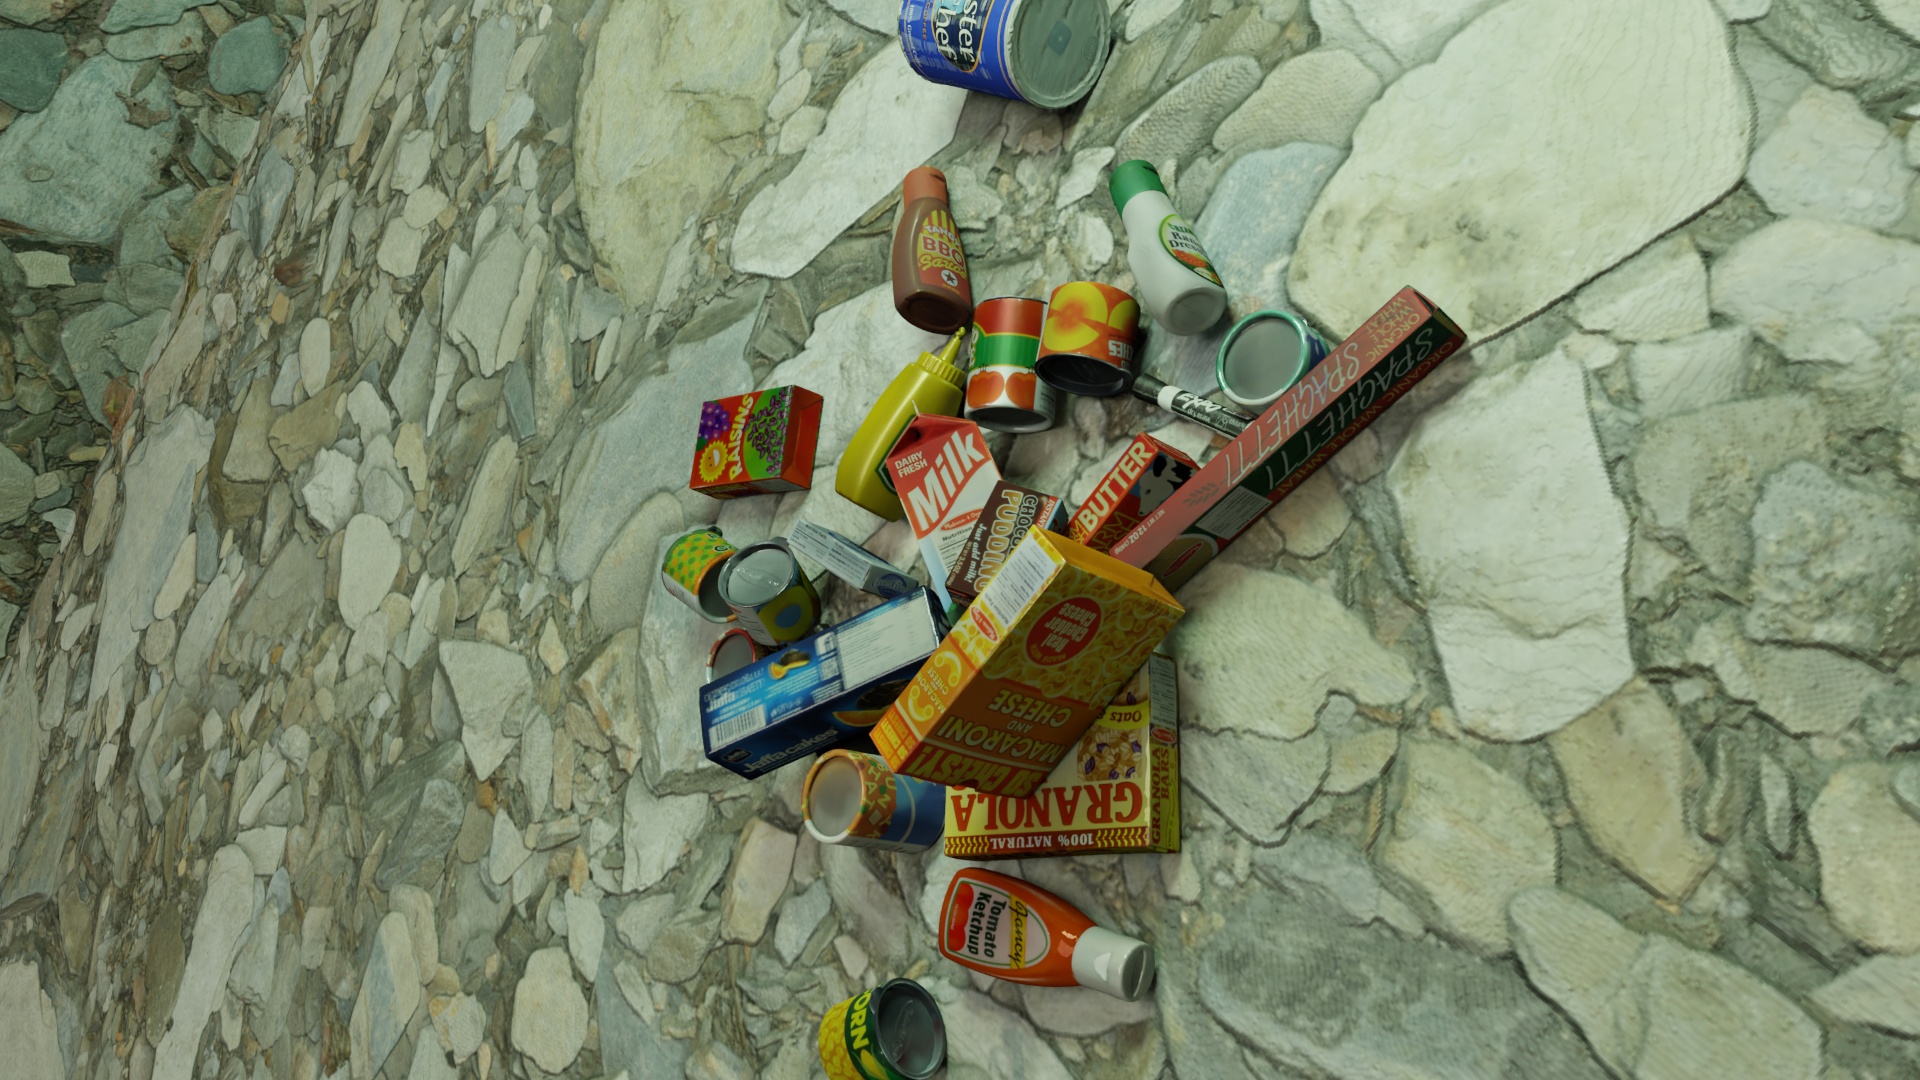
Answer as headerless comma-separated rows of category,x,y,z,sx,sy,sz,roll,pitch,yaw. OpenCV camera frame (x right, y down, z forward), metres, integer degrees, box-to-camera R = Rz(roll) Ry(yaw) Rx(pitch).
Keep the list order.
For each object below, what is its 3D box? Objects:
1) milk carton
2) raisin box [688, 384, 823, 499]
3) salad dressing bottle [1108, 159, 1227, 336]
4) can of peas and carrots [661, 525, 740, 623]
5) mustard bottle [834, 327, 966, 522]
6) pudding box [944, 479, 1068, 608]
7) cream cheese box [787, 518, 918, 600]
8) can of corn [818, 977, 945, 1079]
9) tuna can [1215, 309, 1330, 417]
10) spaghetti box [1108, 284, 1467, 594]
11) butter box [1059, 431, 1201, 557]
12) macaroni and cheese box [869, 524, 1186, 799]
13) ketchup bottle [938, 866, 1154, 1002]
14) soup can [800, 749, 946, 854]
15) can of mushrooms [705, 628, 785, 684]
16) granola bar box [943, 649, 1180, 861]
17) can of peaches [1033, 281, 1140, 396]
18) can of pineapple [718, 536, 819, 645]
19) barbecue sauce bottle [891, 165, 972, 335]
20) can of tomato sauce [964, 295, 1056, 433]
milk carton,0.004,-0.012,0.983,0.073,0.072,0.191,-23,57,0
raisin box,-0.180,-0.085,1.217,0.123,0.040,0.086,-5,74,41
salad dressing bottle,0.138,-0.204,0.952,0.043,0.064,0.148,-47,41,33
can of peas and carrots,-0.211,0.029,1.189,0.059,0.071,0.071,29,96,44
mustard bottle,-0.036,-0.095,1.072,0.049,0.065,0.160,32,95,48
pudding box,0.031,0.007,0.898,0.050,0.030,0.084,19,70,23
cream cheese box,-0.085,0.017,1.084,0.104,0.053,0.024,29,95,44
can of corn,-0.055,0.335,0.936,0.058,0.071,0.071,-33,56,31
tuna can,0.198,-0.114,0.881,0.071,0.033,0.071,-15,67,39
spaghetti box,0.197,-0.055,0.851,0.249,0.050,0.029,-44,52,23
butter box,0.109,-0.019,0.918,0.103,0.053,0.024,-52,46,16
macaroni and cheese box,0.041,0.080,0.841,0.166,0.123,0.040,-53,46,15
ketchup bottle,0.053,0.254,0.883,0.149,0.043,0.065,5,79,43
soup can,-0.060,0.182,0.984,0.071,0.084,0.071,-16,65,39
can of mushrooms,-0.178,0.106,1.154,0.071,0.033,0.071,-16,65,39
granola bar box,0.065,0.144,0.912,0.165,0.039,0.124,-13,66,39
can of peaches,0.091,-0.139,0.964,0.071,0.071,0.058,-4,66,42
can of pineapple,-0.152,0.042,1.119,0.071,0.057,0.071,-11,49,13
barbecue sauce bottle,-0.025,-0.236,1.112,0.043,0.065,0.149,-37,45,39
can of tomato sauce,0.037,-0.127,1.011,0.071,0.071,0.083,-6,73,42
